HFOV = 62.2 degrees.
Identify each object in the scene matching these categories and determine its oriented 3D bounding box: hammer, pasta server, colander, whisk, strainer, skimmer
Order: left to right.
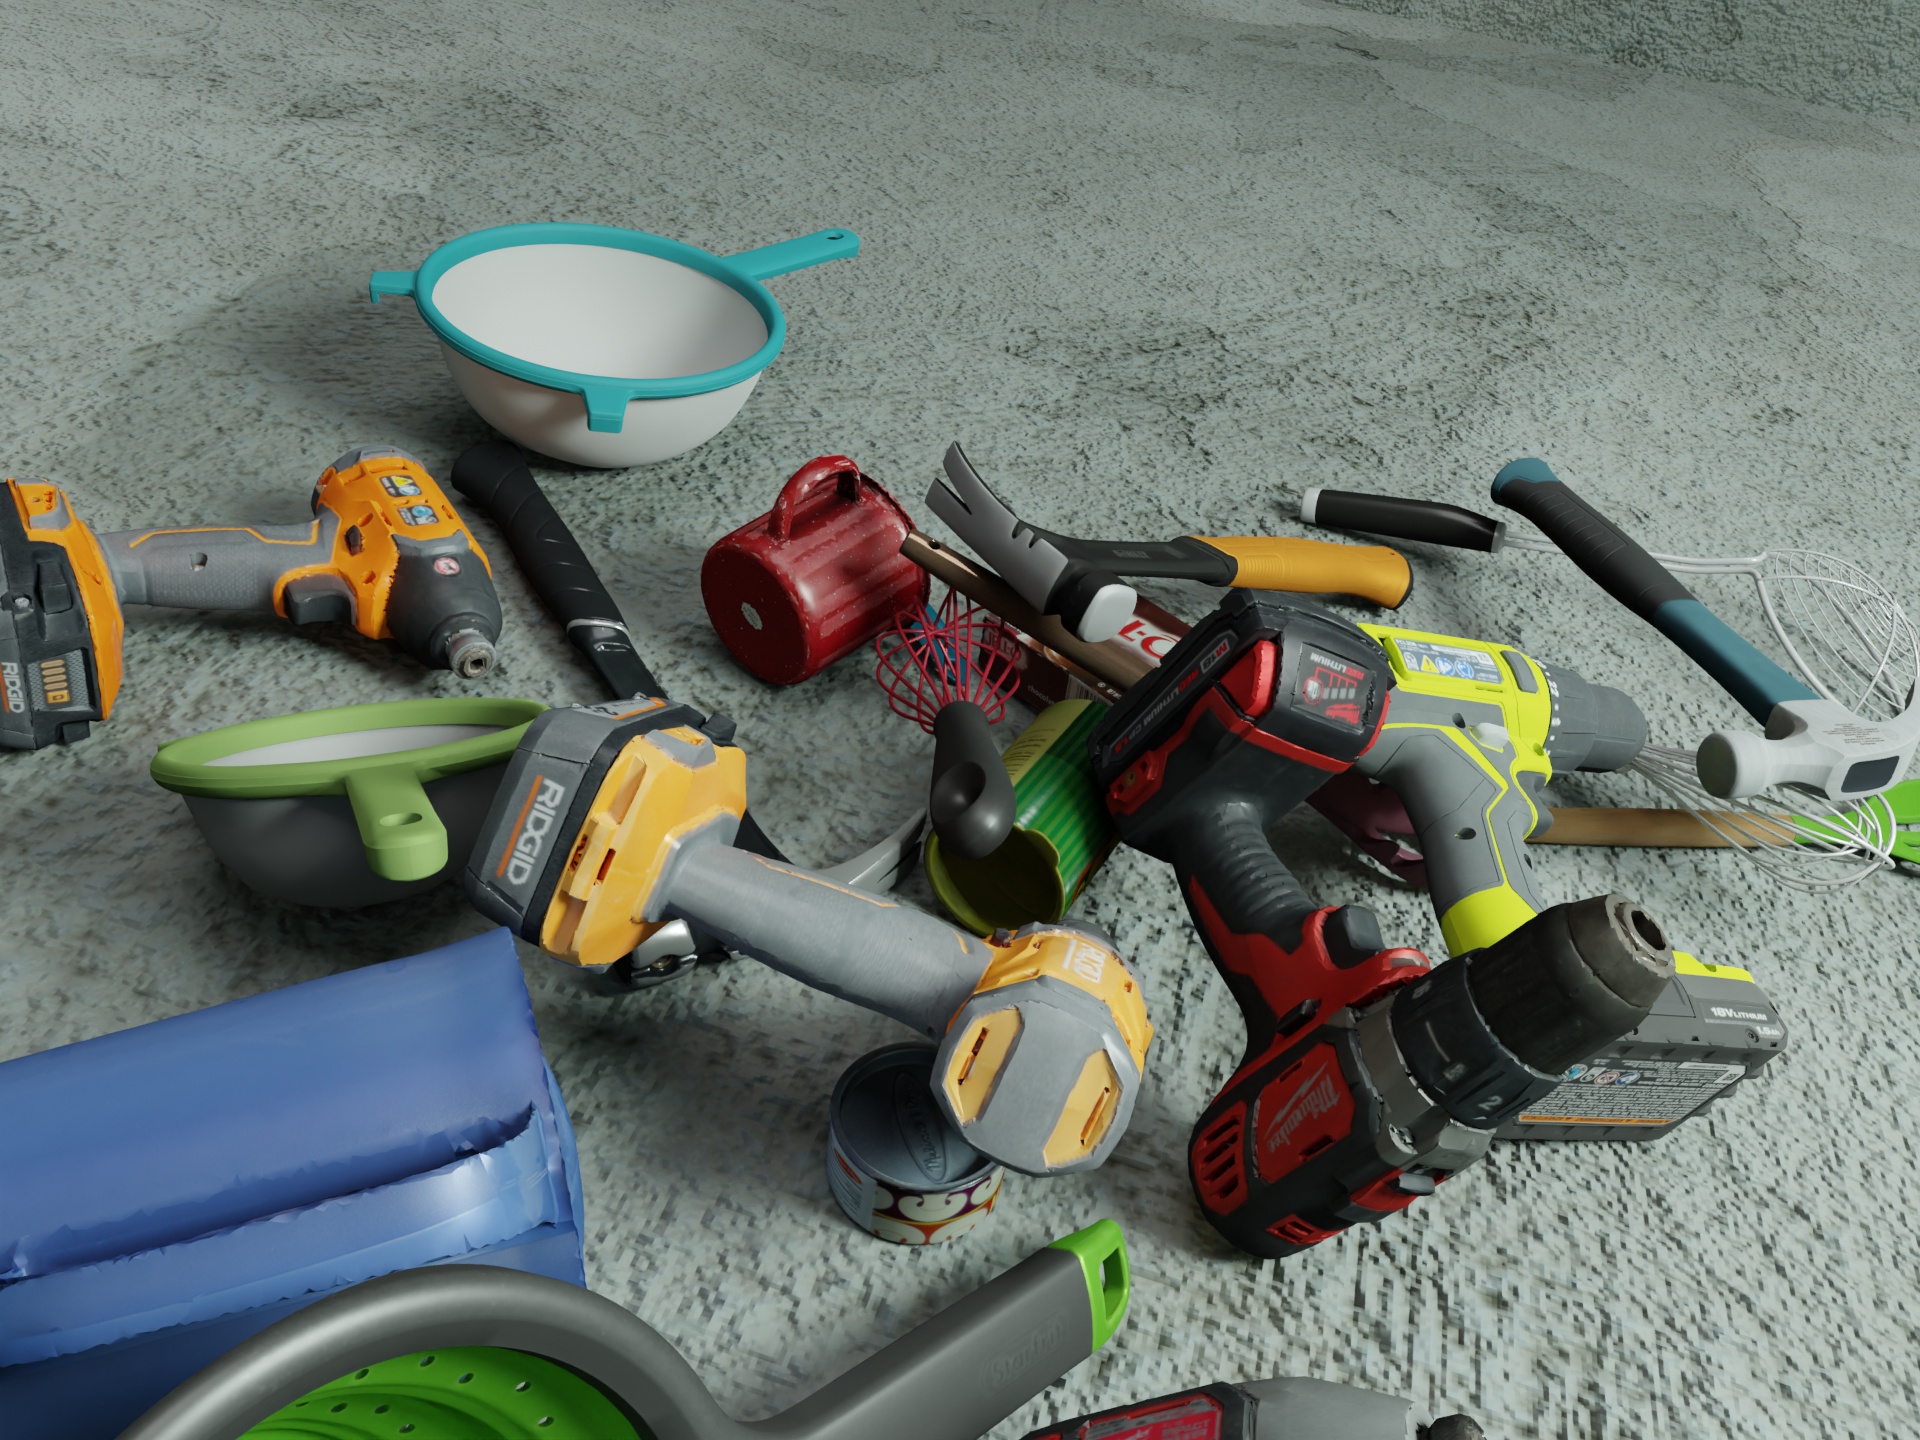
[{"bbox_3d":[-0.212,0.043,0.584,0.151,0.069,0.256,-8,12,-23],"label":"strainer"},{"bbox_3d":[-0.097,0.214,0.421,0.094,0.204,0.397,-6,4,41],"label":"colander"},{"bbox_3d":[-0.165,-0.033,0.778,0.149,0.036,0.409,-13,42,-29],"label":"hammer"},{"bbox_3d":[-0.179,-0.237,0.995,0.211,0.095,0.340,31,39,21],"label":"strainer"},{"bbox_3d":[-0.001,-0.002,0.685,0.073,0.073,0.296,6,16,-5],"label":"whisk"},{"bbox_3d":[0.113,-0.008,0.738,0.316,0.040,0.060,31,45,-3],"label":"pasta server"},{"bbox_3d":[0.134,-0.086,0.832,0.336,0.034,0.127,-2,38,-46],"label":"hammer"},{"bbox_3d":[0.383,-0.074,0.961,0.363,0.090,0.127,13,36,21],"label":"skimmer"},{"bbox_3d":[0.336,0.018,0.784,0.059,0.058,0.247,28,2,-42],"label":"whisk"},{"bbox_3d":[0.363,-0.061,0.823,0.128,0.033,0.331,-1,32,-10],"label":"hammer"}]

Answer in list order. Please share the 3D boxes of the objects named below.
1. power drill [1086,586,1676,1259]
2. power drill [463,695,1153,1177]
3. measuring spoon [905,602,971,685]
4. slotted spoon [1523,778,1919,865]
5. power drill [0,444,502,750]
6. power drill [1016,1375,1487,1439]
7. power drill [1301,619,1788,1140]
[{"bbox_3d":[0.140,0.057,0.577,0.080,0.188,0.227,18,42,-31],"label":"power drill"},{"bbox_3d":[-0.037,0.070,0.572,0.226,0.084,0.185,25,7,7],"label":"power drill"},{"bbox_3d":[-0.030,-0.058,0.861,0.042,0.021,0.129,-12,51,-30],"label":"measuring spoon"},{"bbox_3d":[0.389,0.053,0.798,0.313,0.031,0.070,1,38,-8],"label":"slotted spoon"},{"bbox_3d":[-0.332,-0.057,0.736,0.226,0.084,0.164,-13,43,-33],"label":"power drill"},{"bbox_3d":[0.064,0.260,0.367,0.143,0.078,0.220,-25,28,25],"label":"power drill"},{"bbox_3d":[0.247,0.056,0.677,0.190,0.080,0.229,7,47,-22],"label":"power drill"}]
